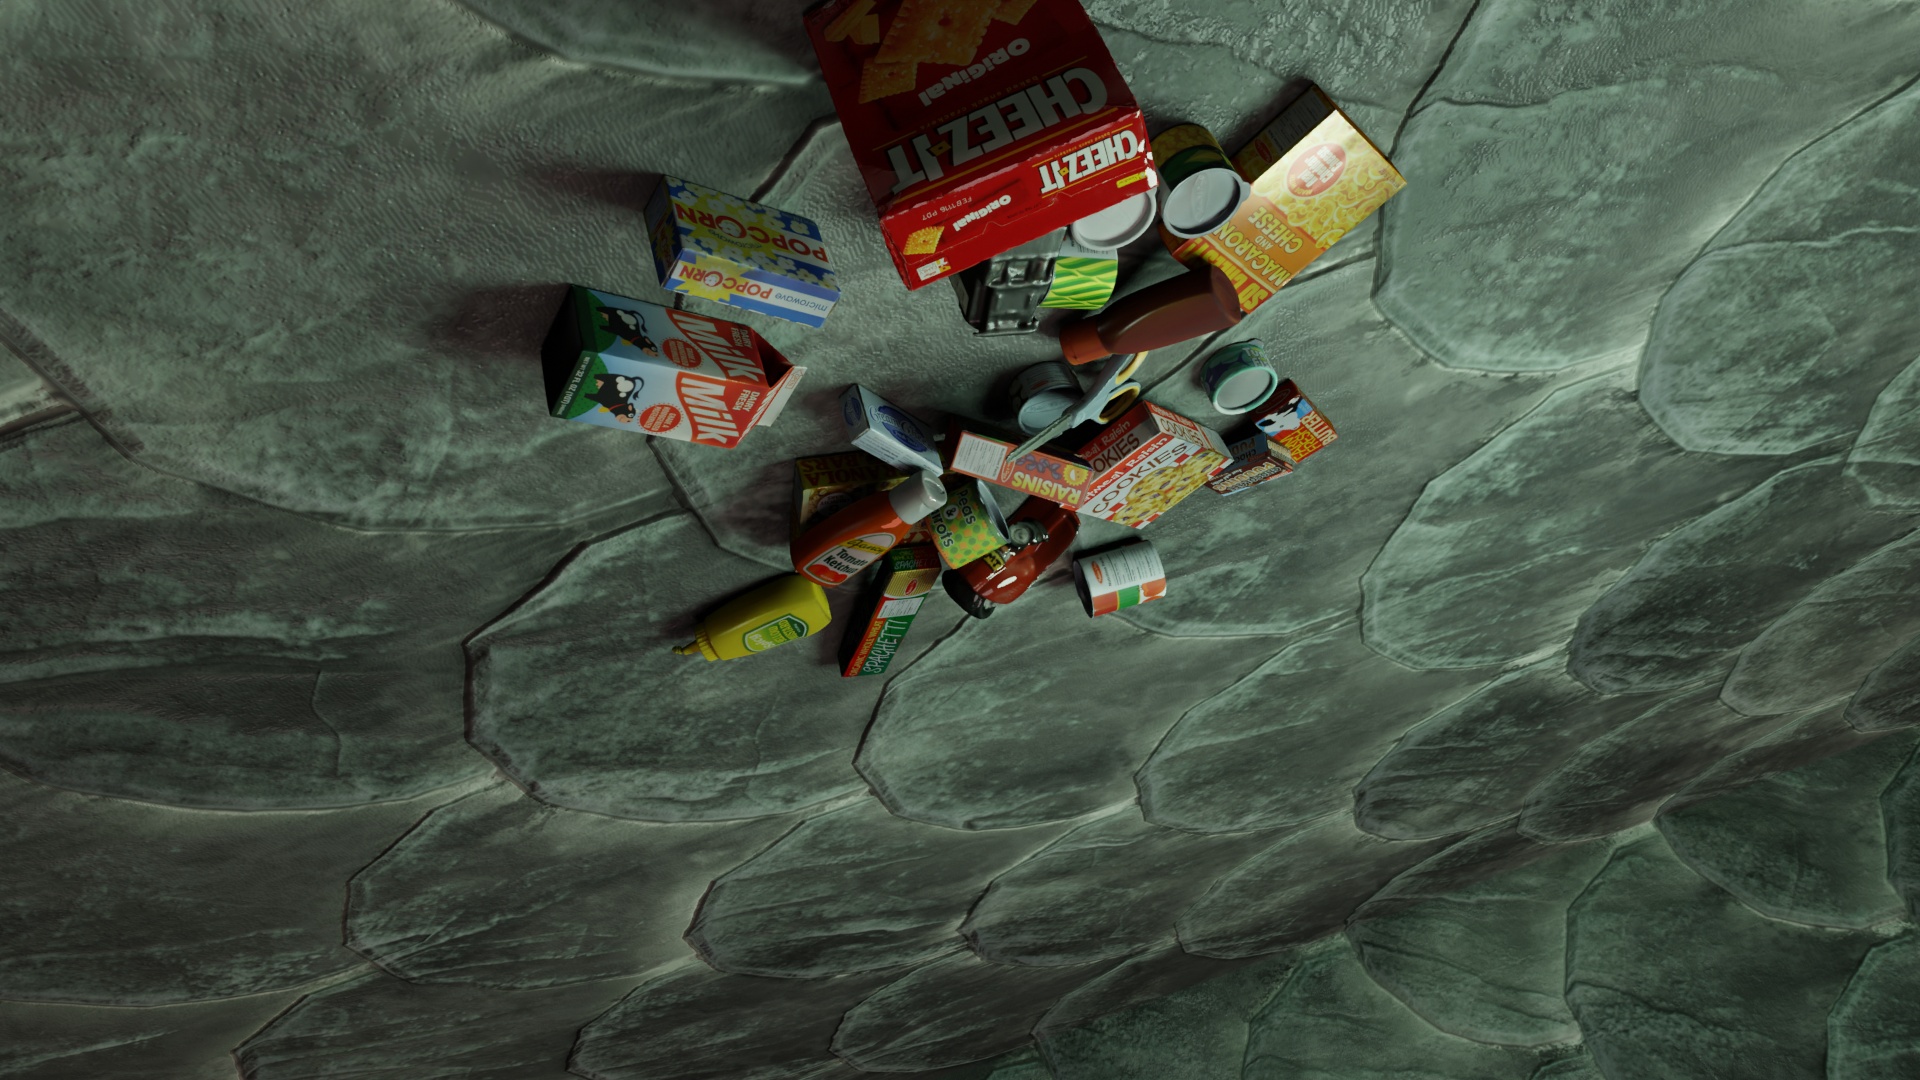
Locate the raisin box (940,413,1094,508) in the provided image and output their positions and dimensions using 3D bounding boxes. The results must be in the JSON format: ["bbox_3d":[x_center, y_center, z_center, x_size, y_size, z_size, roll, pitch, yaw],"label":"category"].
[{"bbox_3d":[0.049,-0.072,1.228,0.123,0.086,0.040,17,102,-10],"label":"raisin box"}]

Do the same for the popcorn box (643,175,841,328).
[{"bbox_3d":[-0.155,-0.204,0.990,0.127,0.085,0.038,10,134,-34],"label":"popcorn box"}]

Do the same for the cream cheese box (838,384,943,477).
[{"bbox_3d":[-0.059,-0.092,1.213,0.024,0.053,0.103,-35,142,24],"label":"cream cheese box"}]

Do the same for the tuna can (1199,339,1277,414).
[{"bbox_3d":[0.263,-0.153,1.303,0.071,0.033,0.070,-13,145,-9],"label":"tuna can"}]

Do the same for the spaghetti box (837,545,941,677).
[{"bbox_3d":[-0.076,0.077,1.414,0.050,0.029,0.248,-4,152,-20],"label":"spaghetti box"}]

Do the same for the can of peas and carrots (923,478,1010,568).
[{"bbox_3d":[0.005,-0.016,1.263,0.058,0.071,0.070,-27,144,11],"label":"can of peas and carrots"}]

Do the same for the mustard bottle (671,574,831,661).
[{"bbox_3d":[-0.211,0.085,1.380,0.160,0.049,0.065,-22,143,3],"label":"mustard bottle"}]

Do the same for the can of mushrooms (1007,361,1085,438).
[{"bbox_3d":[0.078,-0.126,1.251,0.071,0.033,0.070,-13,144,-10],"label":"can of mushrooms"}]

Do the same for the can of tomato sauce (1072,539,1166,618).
[{"bbox_3d":[0.170,0.041,1.488,0.083,0.071,0.070,-16,144,-7],"label":"can of tomato sauce"}]

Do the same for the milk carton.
[{"bbox_3d":[-0.217,-0.128,1.073,0.191,0.074,0.072,9,135,-35],"label":"milk carton"}]

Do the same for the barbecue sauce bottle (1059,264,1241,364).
[{"bbox_3d":[0.155,-0.184,1.163,0.148,0.044,0.065,-15,153,31],"label":"barbecue sauce bottle"}]

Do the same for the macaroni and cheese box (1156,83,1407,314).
[{"bbox_3d":[0.262,-0.274,1.136,0.166,0.040,0.123,-40,139,25],"label":"macaroni and cheese box"}]

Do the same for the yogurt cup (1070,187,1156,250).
[{"bbox_3d":[0.109,-0.264,1.063,0.072,0.054,0.072,-13,144,-9],"label":"yogurt cup"}]

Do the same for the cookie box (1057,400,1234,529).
[{"bbox_3d":[0.173,-0.070,1.336,0.122,0.040,0.167,-38,154,24],"label":"cookie box"}]

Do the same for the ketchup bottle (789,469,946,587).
[{"bbox_3d":[-0.080,-0.012,1.237,0.148,0.044,0.064,-32,144,25],"label":"ketchup bottle"}]

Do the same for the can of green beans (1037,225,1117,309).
[{"bbox_3d":[0.084,-0.217,1.104,0.058,0.071,0.071,-1,141,-24],"label":"can of green beans"}]

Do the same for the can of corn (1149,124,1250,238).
[{"bbox_3d":[0.180,-0.279,1.074,0.071,0.058,0.070,-13,144,-9],"label":"can of corn"}]

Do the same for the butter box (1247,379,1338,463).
[{"bbox_3d":[0.333,-0.118,1.391,0.053,0.024,0.103,-35,142,21],"label":"butter box"}]

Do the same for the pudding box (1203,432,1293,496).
[{"bbox_3d":[0.285,-0.076,1.397,0.083,0.030,0.049,-20,151,38],"label":"pudding box"}]

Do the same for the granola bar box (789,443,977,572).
[{"bbox_3d":[-0.074,-0.032,1.298,0.166,0.039,0.123,-8,143,-17],"label":"granola bar box"}]
